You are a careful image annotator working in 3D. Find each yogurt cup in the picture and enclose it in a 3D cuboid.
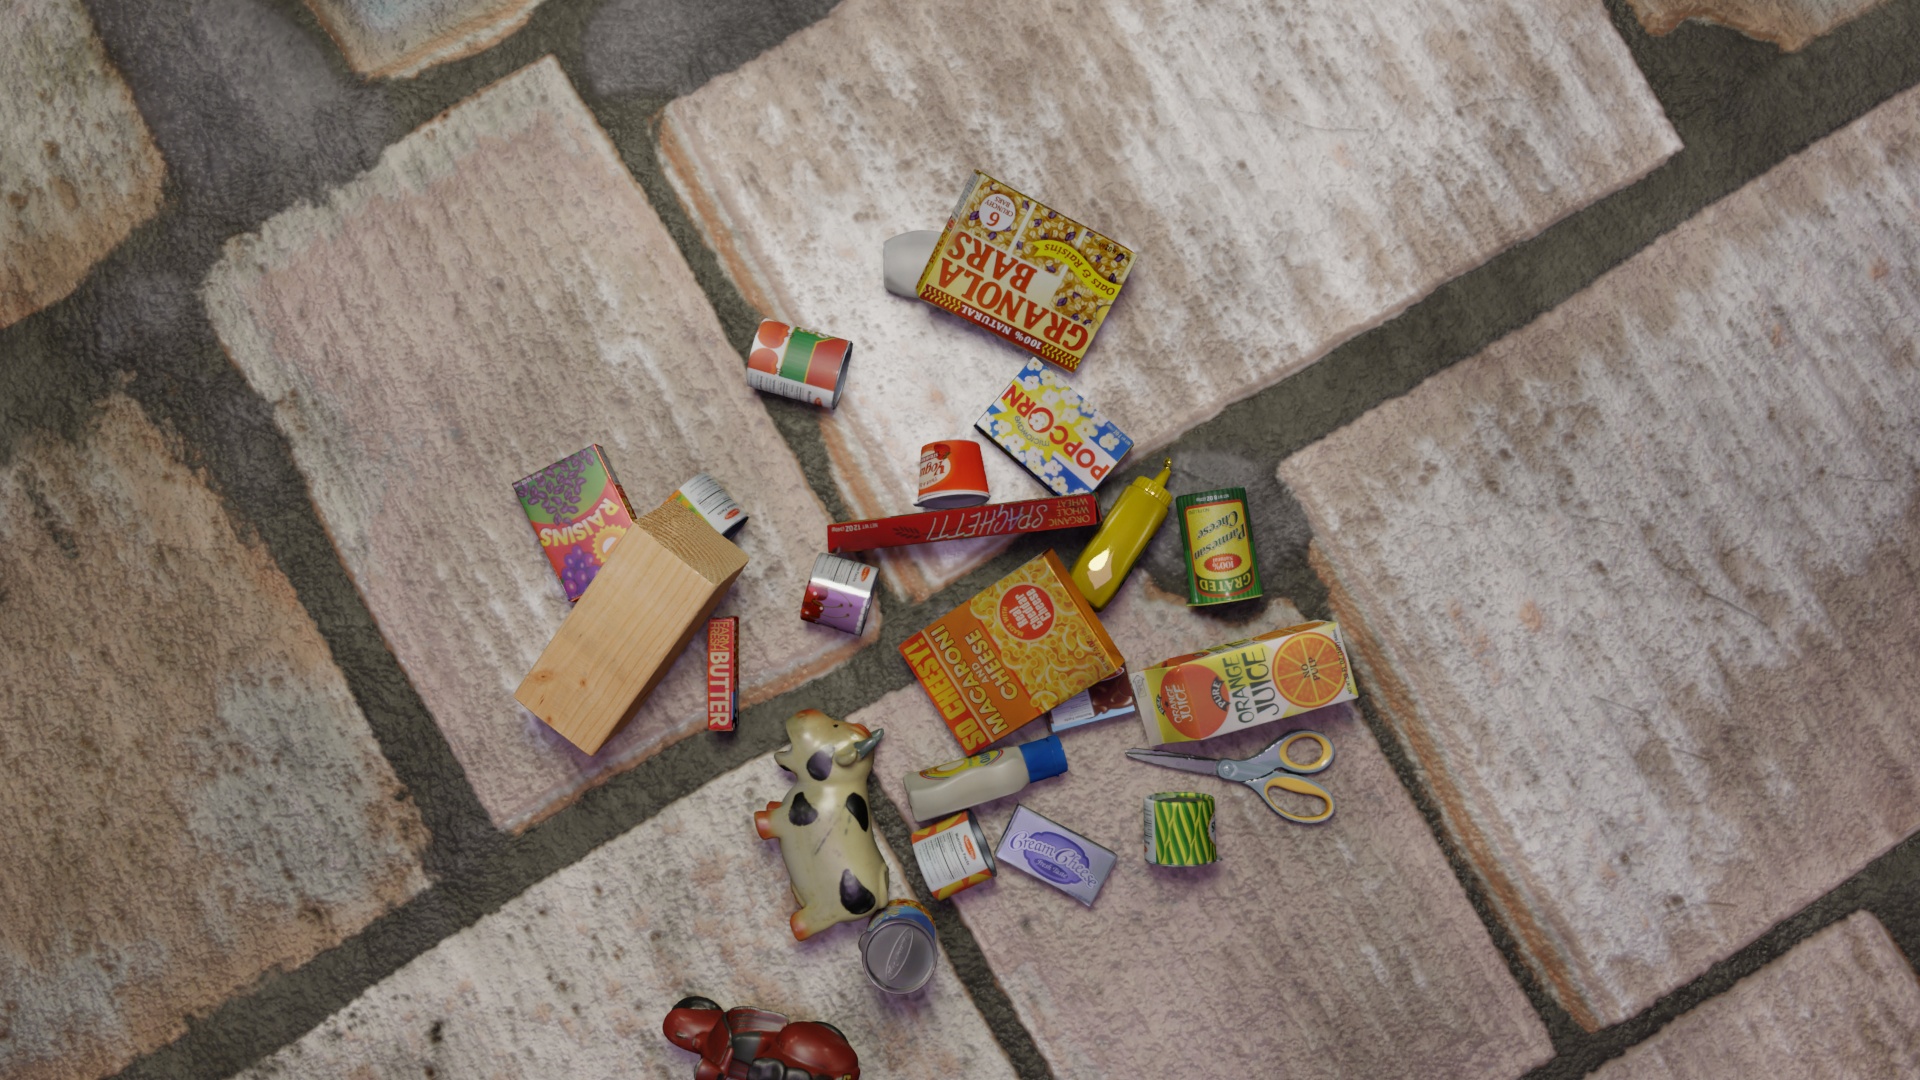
[{"bbox_3d":[-0.008,-0.061,1.283,0.072,0.072,0.054,-3,80,-2],"label":"yogurt cup"}]

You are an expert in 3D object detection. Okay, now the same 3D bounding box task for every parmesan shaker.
[{"bbox_3d":[0.236,0.006,1.287,0.071,0.071,0.103,-9,88,-2],"label":"parmesan shaker"}]

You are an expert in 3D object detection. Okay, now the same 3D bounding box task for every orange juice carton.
[{"bbox_3d":[0.257,0.132,1.278,0.193,0.073,0.072,-15,89,-2],"label":"orange juice carton"}]

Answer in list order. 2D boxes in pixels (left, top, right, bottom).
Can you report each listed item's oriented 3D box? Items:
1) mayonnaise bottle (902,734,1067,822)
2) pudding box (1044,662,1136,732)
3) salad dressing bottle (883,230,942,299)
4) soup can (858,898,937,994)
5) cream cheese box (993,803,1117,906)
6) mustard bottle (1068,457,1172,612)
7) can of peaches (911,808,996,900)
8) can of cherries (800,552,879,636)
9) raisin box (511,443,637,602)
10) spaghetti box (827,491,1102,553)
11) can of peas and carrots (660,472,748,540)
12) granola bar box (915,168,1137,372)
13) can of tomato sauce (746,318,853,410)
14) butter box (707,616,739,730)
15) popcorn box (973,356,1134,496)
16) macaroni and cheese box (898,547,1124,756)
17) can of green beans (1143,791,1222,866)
[{"bbox_3d":[0.023,0.216,1.275,0.148,0.065,0.041,-16,98,-6],"label":"mayonnaise bottle"},{"bbox_3d":[0.117,0.145,1.295,0.084,0.030,0.049,-15,87,-2],"label":"pudding box"},{"bbox_3d":[0.002,-0.258,1.302,0.148,0.044,0.064,0,86,-4],"label":"salad dressing bottle"},{"bbox_3d":[-0.056,0.363,1.253,0.071,0.084,0.071,0,88,-2],"label":"soup can"},{"bbox_3d":[0.088,0.292,1.291,0.104,0.024,0.053,28,87,-1],"label":"cream cheese box"},{"bbox_3d":[0.154,-0.009,1.286,0.049,0.065,0.160,34,84,4],"label":"mustard bottle"},{"bbox_3d":[-0.006,0.287,1.267,0.058,0.071,0.071,-24,89,2],"label":"can of peaches"},{"bbox_3d":[-0.111,0.051,1.275,0.058,0.071,0.071,15,88,-1],"label":"can of cherries"},{"bbox_3d":[-0.345,-0.016,1.282,0.086,0.040,0.123,-26,89,-3],"label":"raisin box"},{"bbox_3d":[0.005,-0.016,1.267,0.250,0.050,0.028,-7,93,8],"label":"spaghetti box"},{"bbox_3d":[-0.239,-0.019,1.273,0.071,0.071,0.059,-43,89,-3],"label":"can of peas and carrots"},{"bbox_3d":[0.060,-0.244,1.267,0.165,0.039,0.124,24,106,-16],"label":"granola bar box"},{"bbox_3d":[-0.148,-0.165,1.281,0.083,0.071,0.071,15,88,-1],"label":"can of tomato sauce"},{"bbox_3d":[-0.217,0.121,1.274,0.024,0.053,0.103,0,88,-4],"label":"butter box"},{"bbox_3d":[0.087,-0.099,1.299,0.127,0.038,0.085,41,89,0],"label":"popcorn box"},{"bbox_3d":[0.045,0.102,1.261,0.166,0.040,0.123,-33,88,20],"label":"macaroni and cheese box"},{"bbox_3d":[0.201,0.264,1.275,0.071,0.071,0.058,-1,88,-2],"label":"can of green beans"}]
